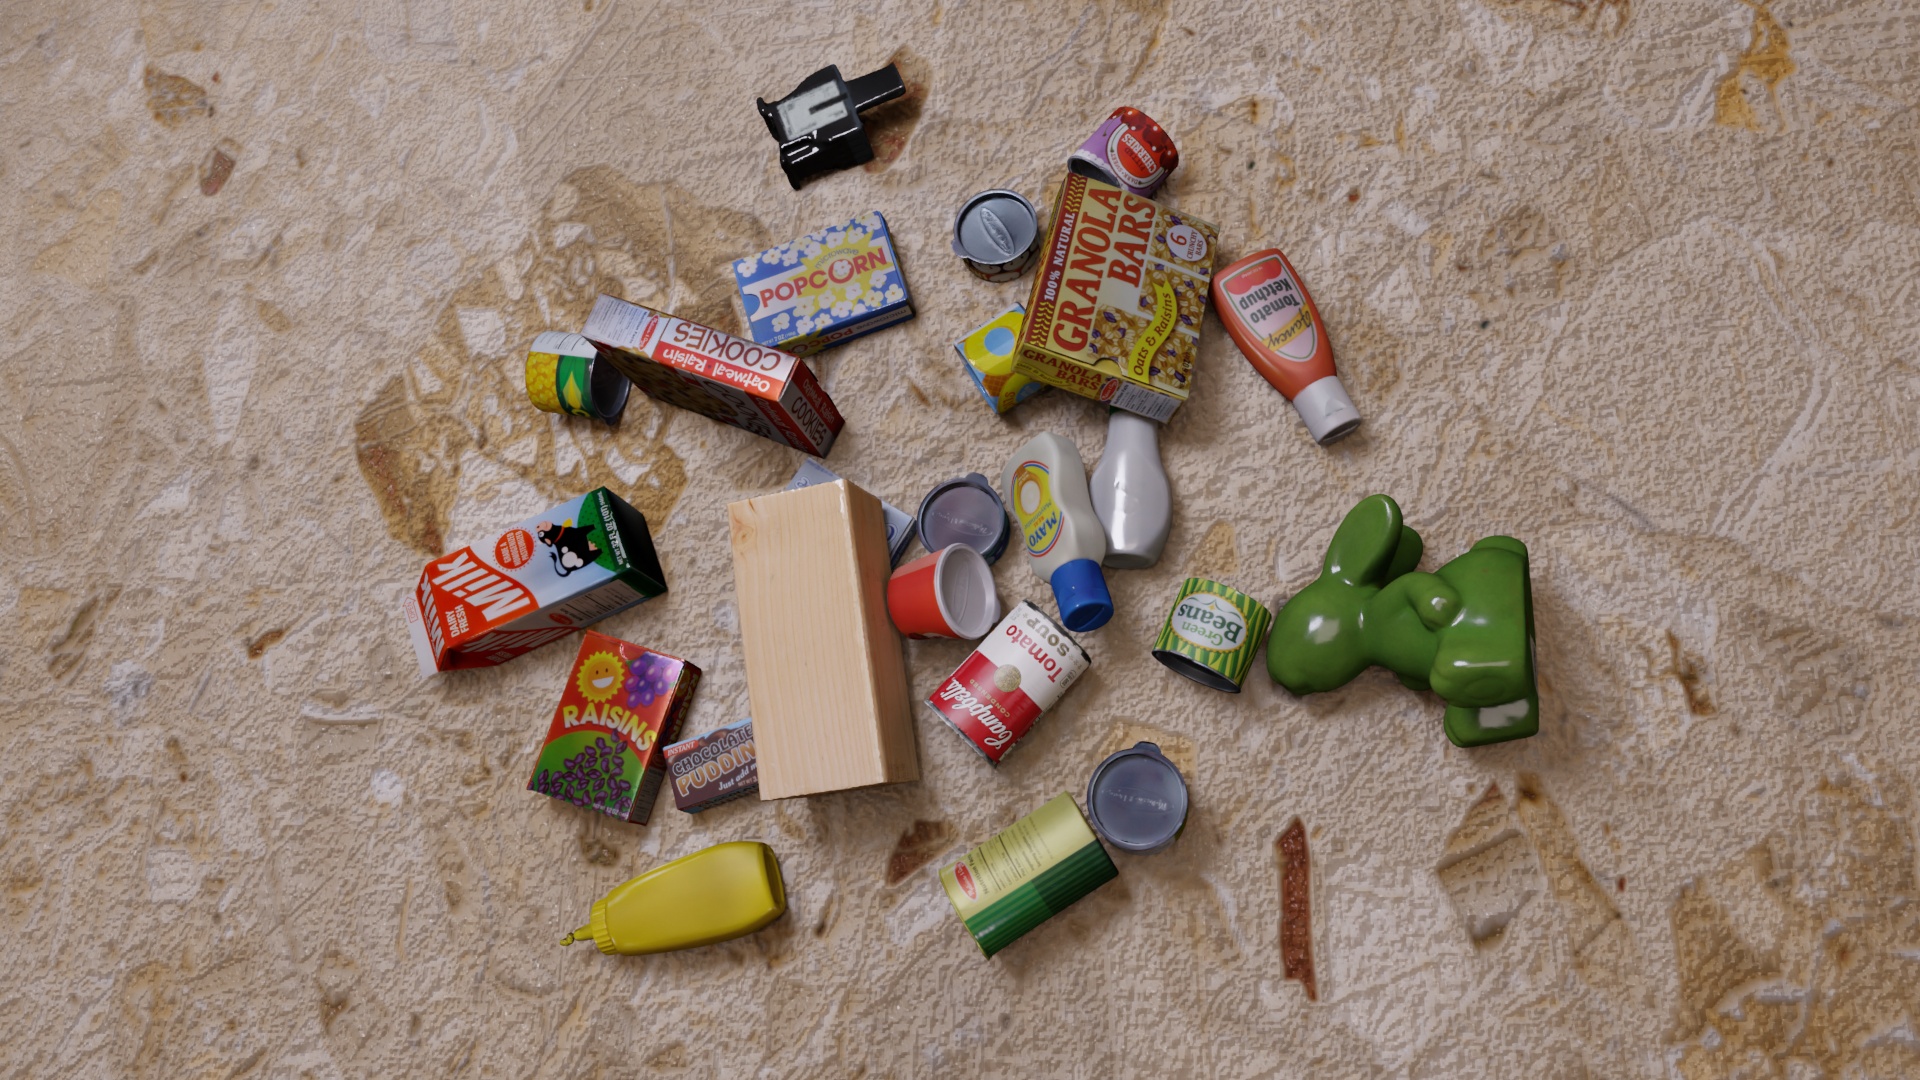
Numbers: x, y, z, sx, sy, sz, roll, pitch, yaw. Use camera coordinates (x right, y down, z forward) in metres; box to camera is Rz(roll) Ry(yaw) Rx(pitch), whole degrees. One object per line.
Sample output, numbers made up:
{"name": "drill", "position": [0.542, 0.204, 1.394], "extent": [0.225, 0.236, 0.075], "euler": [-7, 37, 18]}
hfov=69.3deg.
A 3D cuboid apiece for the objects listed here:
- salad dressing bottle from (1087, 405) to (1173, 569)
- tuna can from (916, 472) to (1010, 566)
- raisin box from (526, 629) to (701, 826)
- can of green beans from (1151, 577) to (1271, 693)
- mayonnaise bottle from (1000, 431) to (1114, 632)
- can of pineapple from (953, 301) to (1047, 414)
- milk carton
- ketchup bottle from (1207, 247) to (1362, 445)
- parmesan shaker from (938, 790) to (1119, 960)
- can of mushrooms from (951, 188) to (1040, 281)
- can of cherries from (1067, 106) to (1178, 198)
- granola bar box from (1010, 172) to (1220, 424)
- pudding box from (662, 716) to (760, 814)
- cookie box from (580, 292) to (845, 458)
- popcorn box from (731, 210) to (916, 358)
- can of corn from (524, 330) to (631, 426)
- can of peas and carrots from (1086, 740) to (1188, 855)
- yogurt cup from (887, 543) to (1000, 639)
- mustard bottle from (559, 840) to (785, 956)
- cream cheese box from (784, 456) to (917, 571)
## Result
{"name": "salad dressing bottle", "position": [0.125, -0.055, 1.013], "extent": [0.064, 0.044, 0.148], "euler": [1, 72, 14]}
{"name": "tuna can", "position": [0.004, -0.013, 1.026], "extent": [0.071, 0.032, 0.071], "euler": [-3, 73, 9]}
{"name": "raisin box", "position": [-0.254, 0.138, 1.023], "extent": [0.086, 0.040, 0.123], "euler": [14, 75, 15]}
{"name": "can of green beans", "position": [0.173, 0.065, 0.954], "extent": [0.071, 0.071, 0.058], "euler": [23, 78, 16]}
{"name": "mayonnaise bottle", "position": [0.071, -0.005, 0.978], "extent": [0.064, 0.041, 0.149], "euler": [-46, 43, 33]}
{"name": "can of pineapple", "position": [0.036, -0.135, 1.041], "extent": [0.058, 0.071, 0.071], "euler": [-32, 70, 0]}
{"name": "milk carton", "position": [-0.330, 0.036, 1.051], "extent": [0.190, 0.073, 0.072], "euler": [-24, 71, 3]}
{"name": "ketchup bottle", "position": [0.242, -0.140, 1.018], "extent": [0.065, 0.043, 0.149], "euler": [-25, 71, -1]}
{"name": "parmesan shaker", "position": [0.047, 0.224, 0.926], "extent": [0.103, 0.071, 0.071], "euler": [-32, 70, -1]}
{"name": "can of mushrooms", "position": [0.027, -0.239, 1.092], "extent": [0.071, 0.033, 0.071], "euler": [-3, 73, 9]}
{"name": "can of cherries", "position": [0.127, -0.291, 1.071], "extent": [0.071, 0.071, 0.058], "euler": [41, 83, 19]}
{"name": "granola bar box", "position": [0.115, -0.179, 1.014], "extent": [0.124, 0.039, 0.166], "euler": [18, 61, -6]}
{"name": "pudding box", "position": [-0.167, 0.161, 1.005], "extent": [0.084, 0.030, 0.050], "euler": [-19, 70, 4]}
{"name": "cookie box", "position": [-0.182, -0.123, 1.047], "extent": [0.167, 0.122, 0.040], "euler": [20, 79, 16]}
{"name": "popcorn box", "position": [-0.108, -0.199, 1.102], "extent": [0.127, 0.038, 0.085], "euler": [-19, 72, 4]}
{"name": "can of corn", "position": [-0.303, -0.129, 1.102], "extent": [0.058, 0.071, 0.071], "euler": [8, 75, 13]}
{"name": "can of peas and carrots", "position": [0.120, 0.174, 0.934], "extent": [0.071, 0.058, 0.071], "euler": [-3, 72, 9]}
{"name": "yogurt cup", "position": [-0.015, 0.040, 0.981], "extent": [0.054, 0.072, 0.072], "euler": [-14, 69, 36]}
{"name": "mustard bottle", "position": [-0.205, 0.257, 0.972], "extent": [0.160, 0.048, 0.065], "euler": [-17, 71, 6]}
{"name": "cream cheese box", "position": [-0.087, -0.016, 1.048], "extent": [0.104, 0.024, 0.053], "euler": [30, 82, 17]}
